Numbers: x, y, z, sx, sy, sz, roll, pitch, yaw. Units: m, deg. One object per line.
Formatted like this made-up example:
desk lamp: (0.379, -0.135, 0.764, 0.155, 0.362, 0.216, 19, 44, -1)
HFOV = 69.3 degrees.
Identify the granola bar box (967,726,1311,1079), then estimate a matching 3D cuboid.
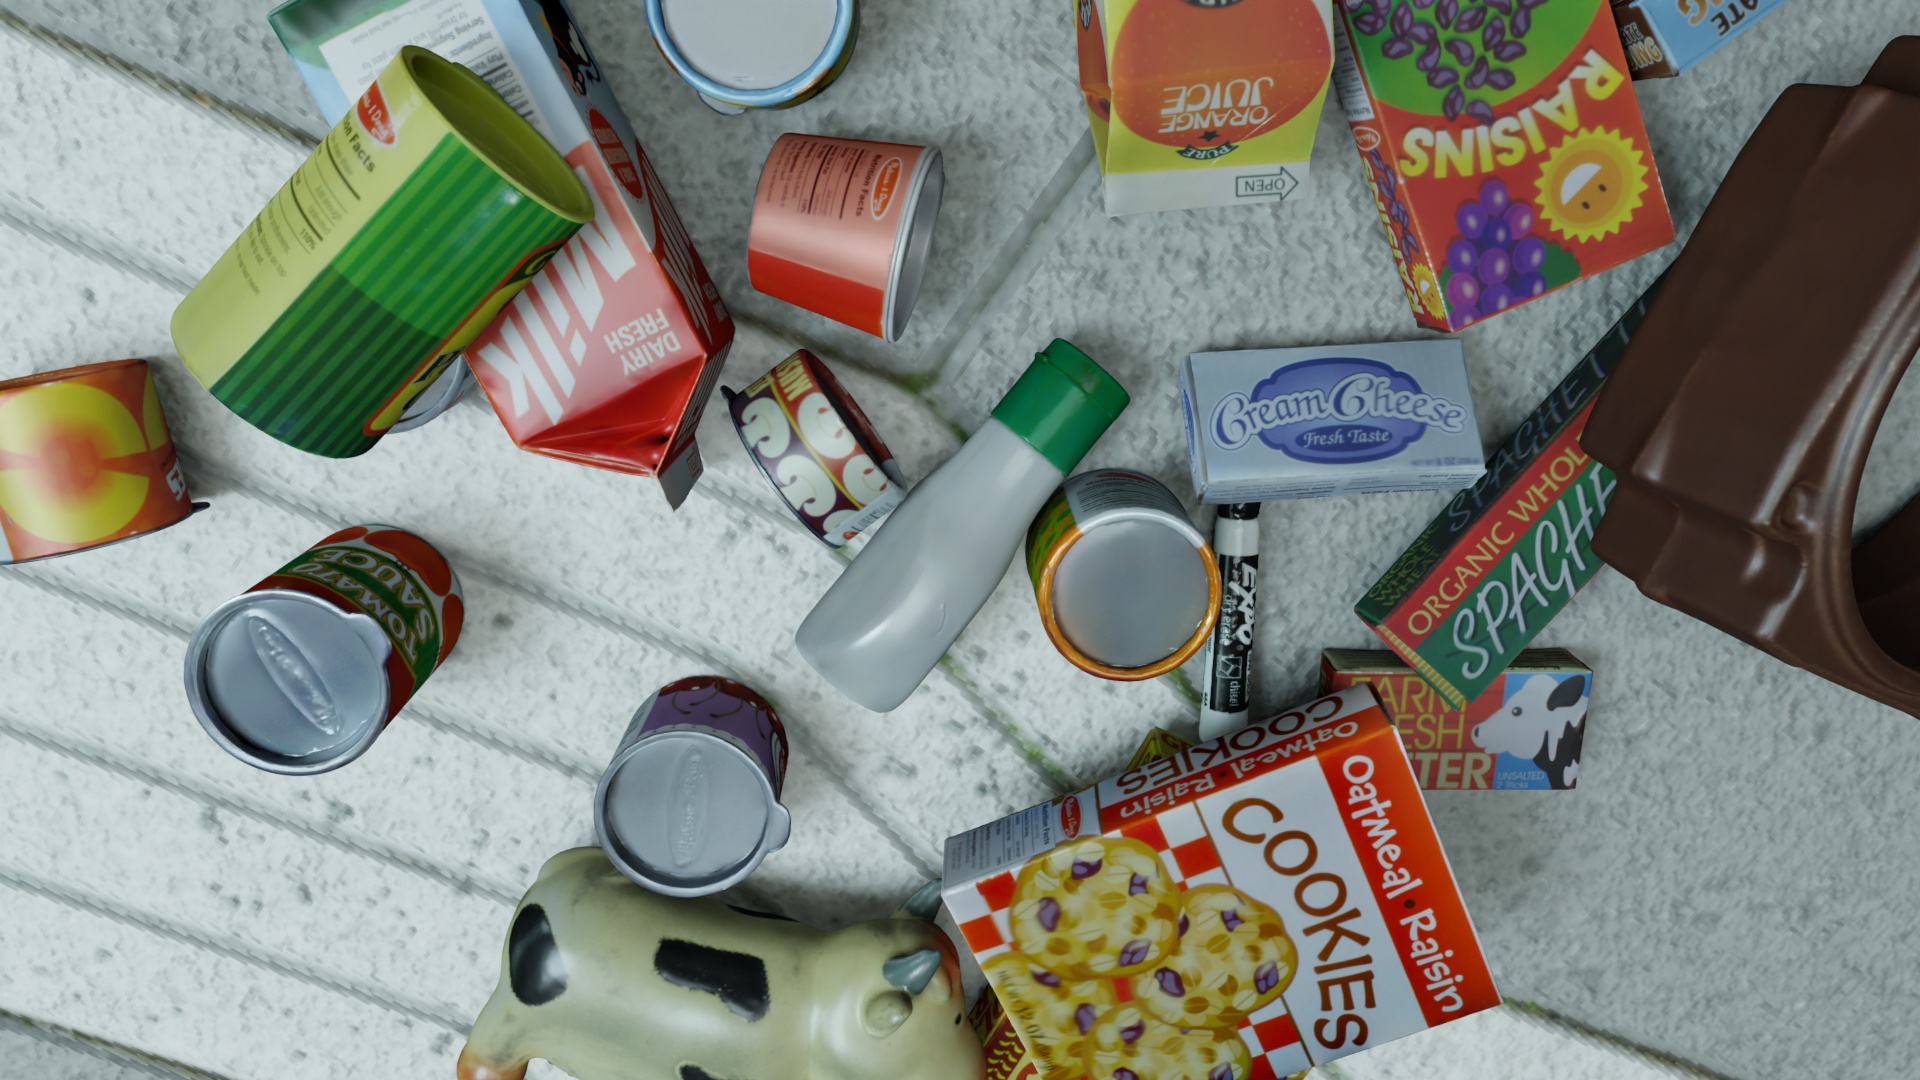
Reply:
granola bar box: (0.091, 0.173, 0.562, 0.124, 0.039, 0.165, 26, 108, -9)

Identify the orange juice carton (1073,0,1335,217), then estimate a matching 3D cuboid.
orange juice carton: (0.073, -0.204, 0.446, 0.072, 0.073, 0.192, -7, 106, 0)

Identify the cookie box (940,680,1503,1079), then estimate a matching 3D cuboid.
cookie box: (0.095, 0.137, 0.507, 0.167, 0.040, 0.122, -23, 108, 9)

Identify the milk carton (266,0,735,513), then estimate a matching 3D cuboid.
milk carton: (-0.136, -0.100, 0.468, 0.073, 0.072, 0.190, -25, 104, 6)

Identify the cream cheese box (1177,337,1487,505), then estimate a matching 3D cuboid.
cream cheese box: (0.134, -0.043, 0.505, 0.104, 0.024, 0.053, -3, 69, -1)

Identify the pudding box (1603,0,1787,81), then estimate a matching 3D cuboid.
pudding box: (0.259, -0.191, 0.469, 0.083, 0.050, 0.030, -35, 103, 7)

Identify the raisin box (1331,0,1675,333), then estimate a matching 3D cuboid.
raisin box: (0.185, -0.146, 0.484, 0.086, 0.040, 0.123, -23, 104, 4)

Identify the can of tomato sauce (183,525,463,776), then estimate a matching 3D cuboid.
can of tomato sauce: (-0.221, 0.035, 0.496, 0.071, 0.083, 0.071, -1, 106, -2)

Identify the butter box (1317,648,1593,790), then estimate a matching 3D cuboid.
butter box: (0.193, 0.071, 0.552, 0.103, 0.024, 0.053, 0, 105, -2)

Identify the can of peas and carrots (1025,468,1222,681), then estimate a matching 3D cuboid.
can of peas and carrots: (0.059, 0.014, 0.513, 0.071, 0.059, 0.070, 0, 106, -1)

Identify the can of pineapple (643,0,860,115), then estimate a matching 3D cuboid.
can of pineapple: (-0.067, -0.174, 0.457, 0.071, 0.058, 0.070, -1, 106, -2)

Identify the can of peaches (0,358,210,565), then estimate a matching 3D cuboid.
can of peaches: (-0.309, -0.030, 0.485, 0.071, 0.071, 0.058, -10, 106, 1)

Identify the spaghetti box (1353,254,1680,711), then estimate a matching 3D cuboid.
spaghetti box: (0.247, -0.047, 0.506, 0.050, 0.029, 0.250, 41, 94, -11)

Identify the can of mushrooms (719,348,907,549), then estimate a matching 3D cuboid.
can of mushrooms: (-0.051, -0.035, 0.492, 0.033, 0.071, 0.071, -35, 104, 7)

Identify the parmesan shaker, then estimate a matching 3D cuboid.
parmesan shaker: (-0.166, -0.082, 0.402, 0.103, 0.071, 0.071, -43, 103, 12)

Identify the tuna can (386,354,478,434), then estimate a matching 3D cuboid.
tuna can: (-0.204, -0.075, 0.492, 0.071, 0.033, 0.071, -1, 106, -2)

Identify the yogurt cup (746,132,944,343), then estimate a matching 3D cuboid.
yogurt cup: (-0.040, -0.106, 0.475, 0.054, 0.072, 0.072, 14, 105, 2)

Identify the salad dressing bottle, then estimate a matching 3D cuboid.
salad dressing bottle: (0.002, -0.006, 0.507, 0.044, 0.064, 0.147, 38, 93, -23)

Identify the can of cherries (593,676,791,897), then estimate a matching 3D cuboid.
can of cherries: (-0.098, 0.093, 0.530, 0.071, 0.058, 0.071, -1, 105, -2)
